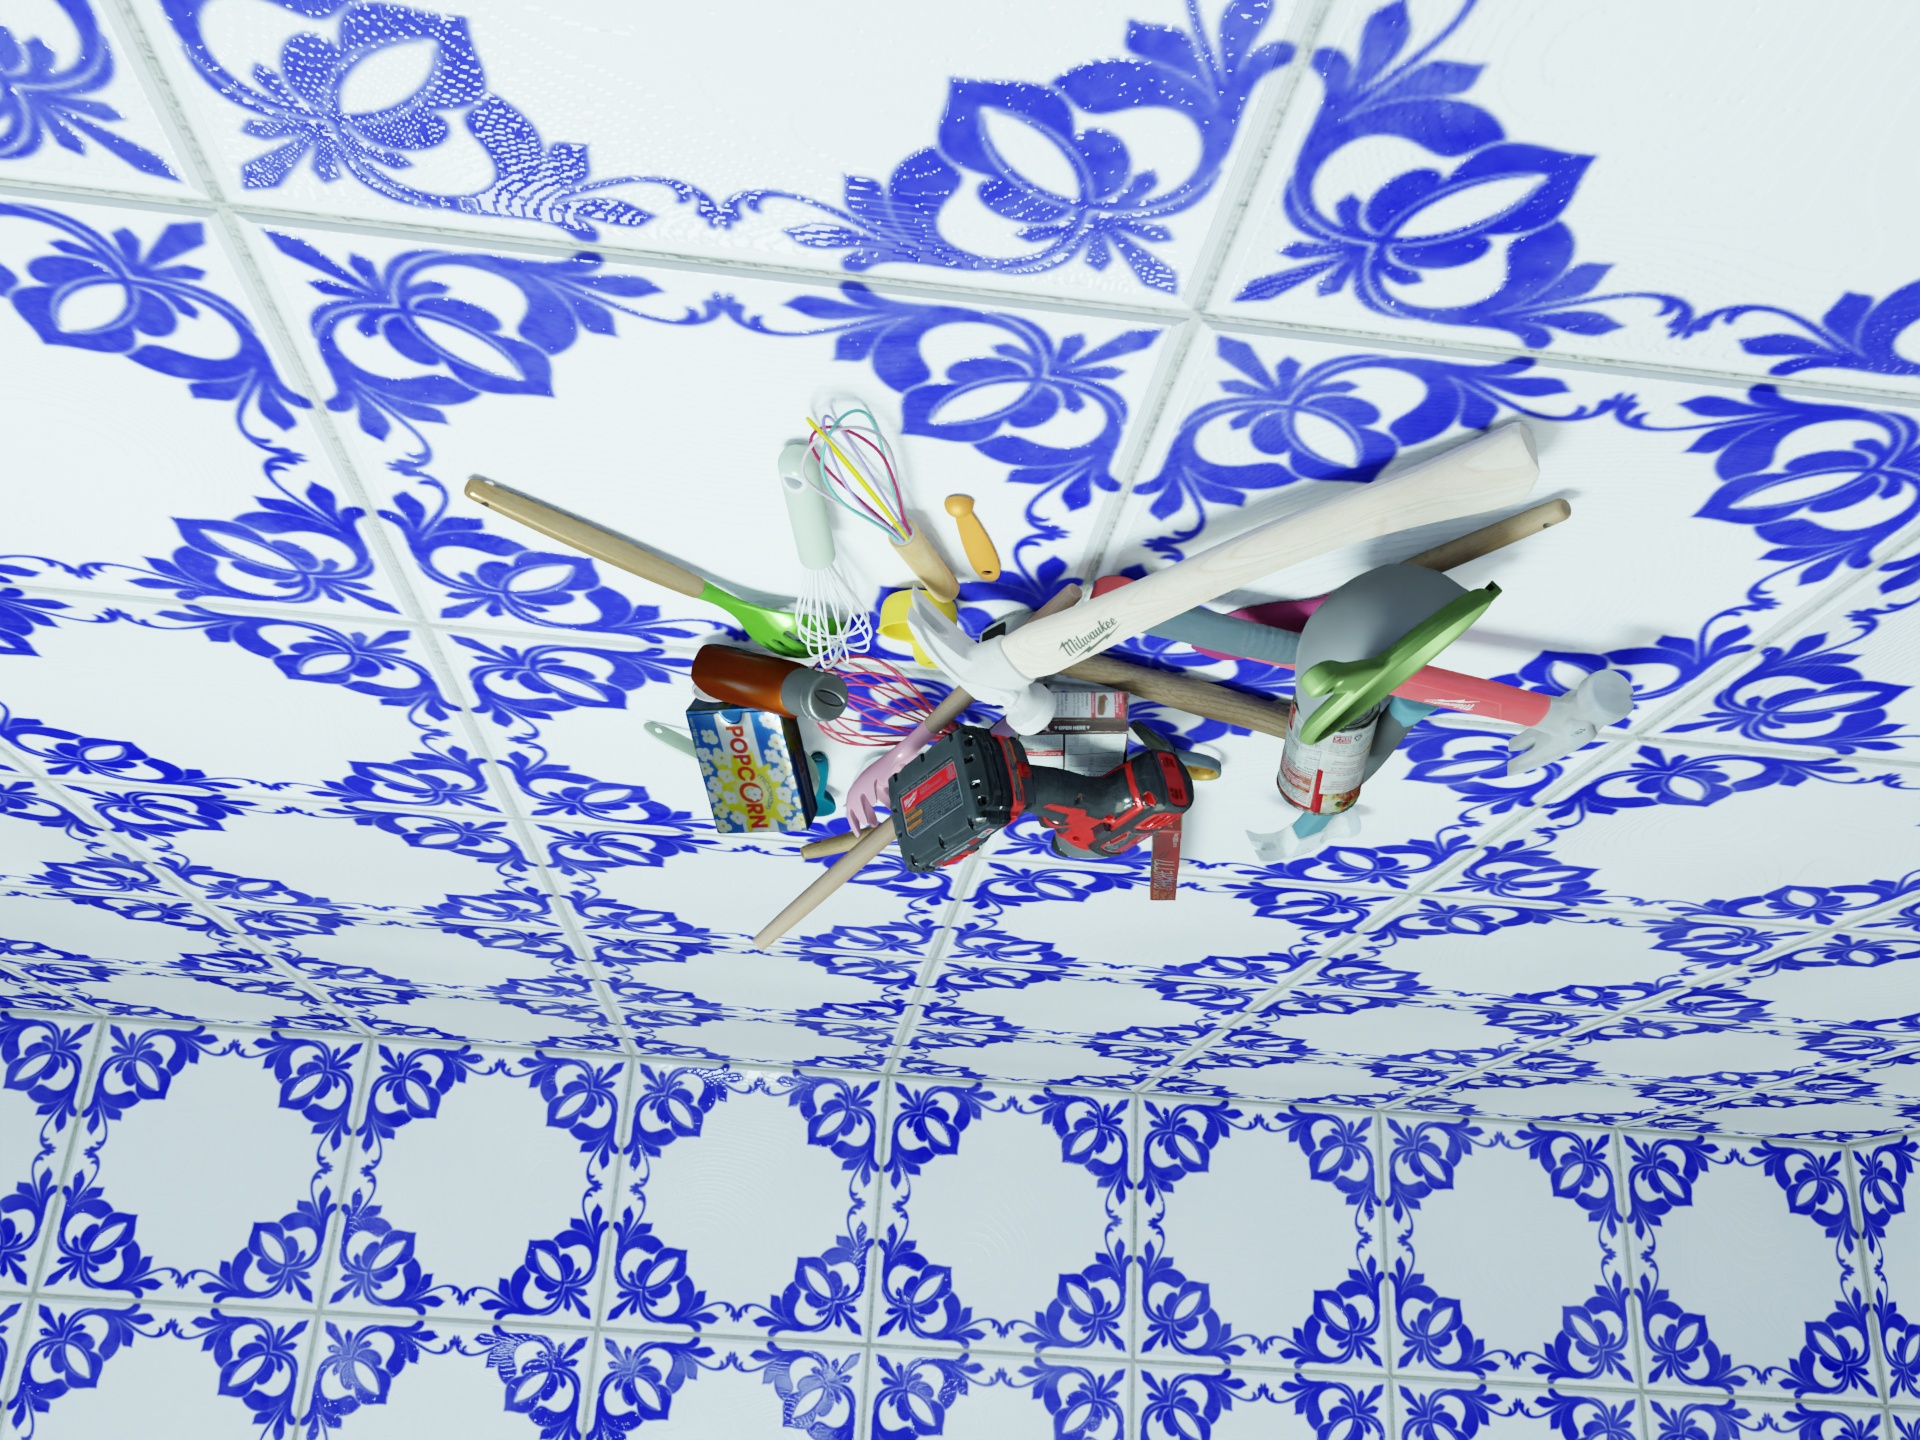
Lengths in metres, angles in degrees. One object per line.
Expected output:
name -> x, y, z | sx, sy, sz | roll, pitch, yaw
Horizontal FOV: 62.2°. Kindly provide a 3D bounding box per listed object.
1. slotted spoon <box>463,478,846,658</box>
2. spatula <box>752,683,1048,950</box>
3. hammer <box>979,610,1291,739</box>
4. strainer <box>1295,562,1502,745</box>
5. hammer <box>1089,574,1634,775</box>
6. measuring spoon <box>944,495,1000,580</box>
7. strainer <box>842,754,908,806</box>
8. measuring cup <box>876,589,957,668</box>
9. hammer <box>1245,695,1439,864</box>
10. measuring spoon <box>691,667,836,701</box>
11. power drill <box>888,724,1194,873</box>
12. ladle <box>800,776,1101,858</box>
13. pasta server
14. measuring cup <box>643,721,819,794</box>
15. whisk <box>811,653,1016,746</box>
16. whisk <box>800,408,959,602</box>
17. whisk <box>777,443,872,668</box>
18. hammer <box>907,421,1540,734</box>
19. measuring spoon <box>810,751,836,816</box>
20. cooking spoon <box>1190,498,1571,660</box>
slotted spoon -> -0.209, -0.102, 1.132 | 0.313, 0.031, 0.070 | 24, 151, -38
spatula -> -0.045, 0.079, 1.295 | 0.316, 0.018, 0.059 | -41, 165, -6
hammer -> 0.167, -0.026, 1.259 | 0.331, 0.031, 0.130 | 14, 156, -26
strainer -> 0.239, -0.050, 0.985 | 0.151, 0.069, 0.256 | -43, 165, 24
hammer -> 0.274, -0.035, 1.154 | 0.386, 0.038, 0.143 | 13, 158, -9
measuring spoon -> 0.009, -0.119, 1.075 | 0.021, 0.011, 0.116 | -2, 158, 13
strainer -> -0.029, 0.055, 1.417 | 0.087, 0.050, 0.258 | -20, -169, -36
measuring cup -> -0.027, -0.067, 1.205 | 0.062, 0.029, 0.156 | 2, 170, 4
hammer -> 0.339, 0.050, 1.385 | 0.128, 0.033, 0.330 | -18, 158, -15
measuring spoon -> -0.162, -0.036, 1.311 | 0.124, 0.018, 0.034 | -8, 152, 10
power drill -> 0.061, 0.068, 1.233 | 0.219, 0.079, 0.143 | 6, 151, -37
ladle -> 0.006, 0.081, 1.406 | 0.315, 0.031, 0.069 | -12, -160, -24
pasta server -> -0.002, -0.004, 1.210 | 0.060, 0.040, 0.316 | -32, 171, -48
measuring cup -> -0.204, 0.031, 1.431 | 0.167, 0.083, 0.038 | 27, 129, -10
whisk -> -0.021, 0.007, 1.335 | 0.073, 0.073, 0.295 | -15, 157, 38
whisk -> -0.045, -0.133, 1.023 | 0.047, 0.051, 0.244 | 18, 168, 22
whisk -> -0.095, -0.108, 1.077 | 0.058, 0.059, 0.246 | 16, 155, 10
hammer -> 0.158, -0.100, 1.012 | 0.410, 0.038, 0.146 | -22, 135, 32
measuring spoon -> -0.138, 0.056, 1.535 | 0.042, 0.021, 0.128 | 5, 149, -5
cooking spoon -> 0.280, -0.090, 1.098 | 0.068, 0.017, 0.319 | 17, 155, -31
